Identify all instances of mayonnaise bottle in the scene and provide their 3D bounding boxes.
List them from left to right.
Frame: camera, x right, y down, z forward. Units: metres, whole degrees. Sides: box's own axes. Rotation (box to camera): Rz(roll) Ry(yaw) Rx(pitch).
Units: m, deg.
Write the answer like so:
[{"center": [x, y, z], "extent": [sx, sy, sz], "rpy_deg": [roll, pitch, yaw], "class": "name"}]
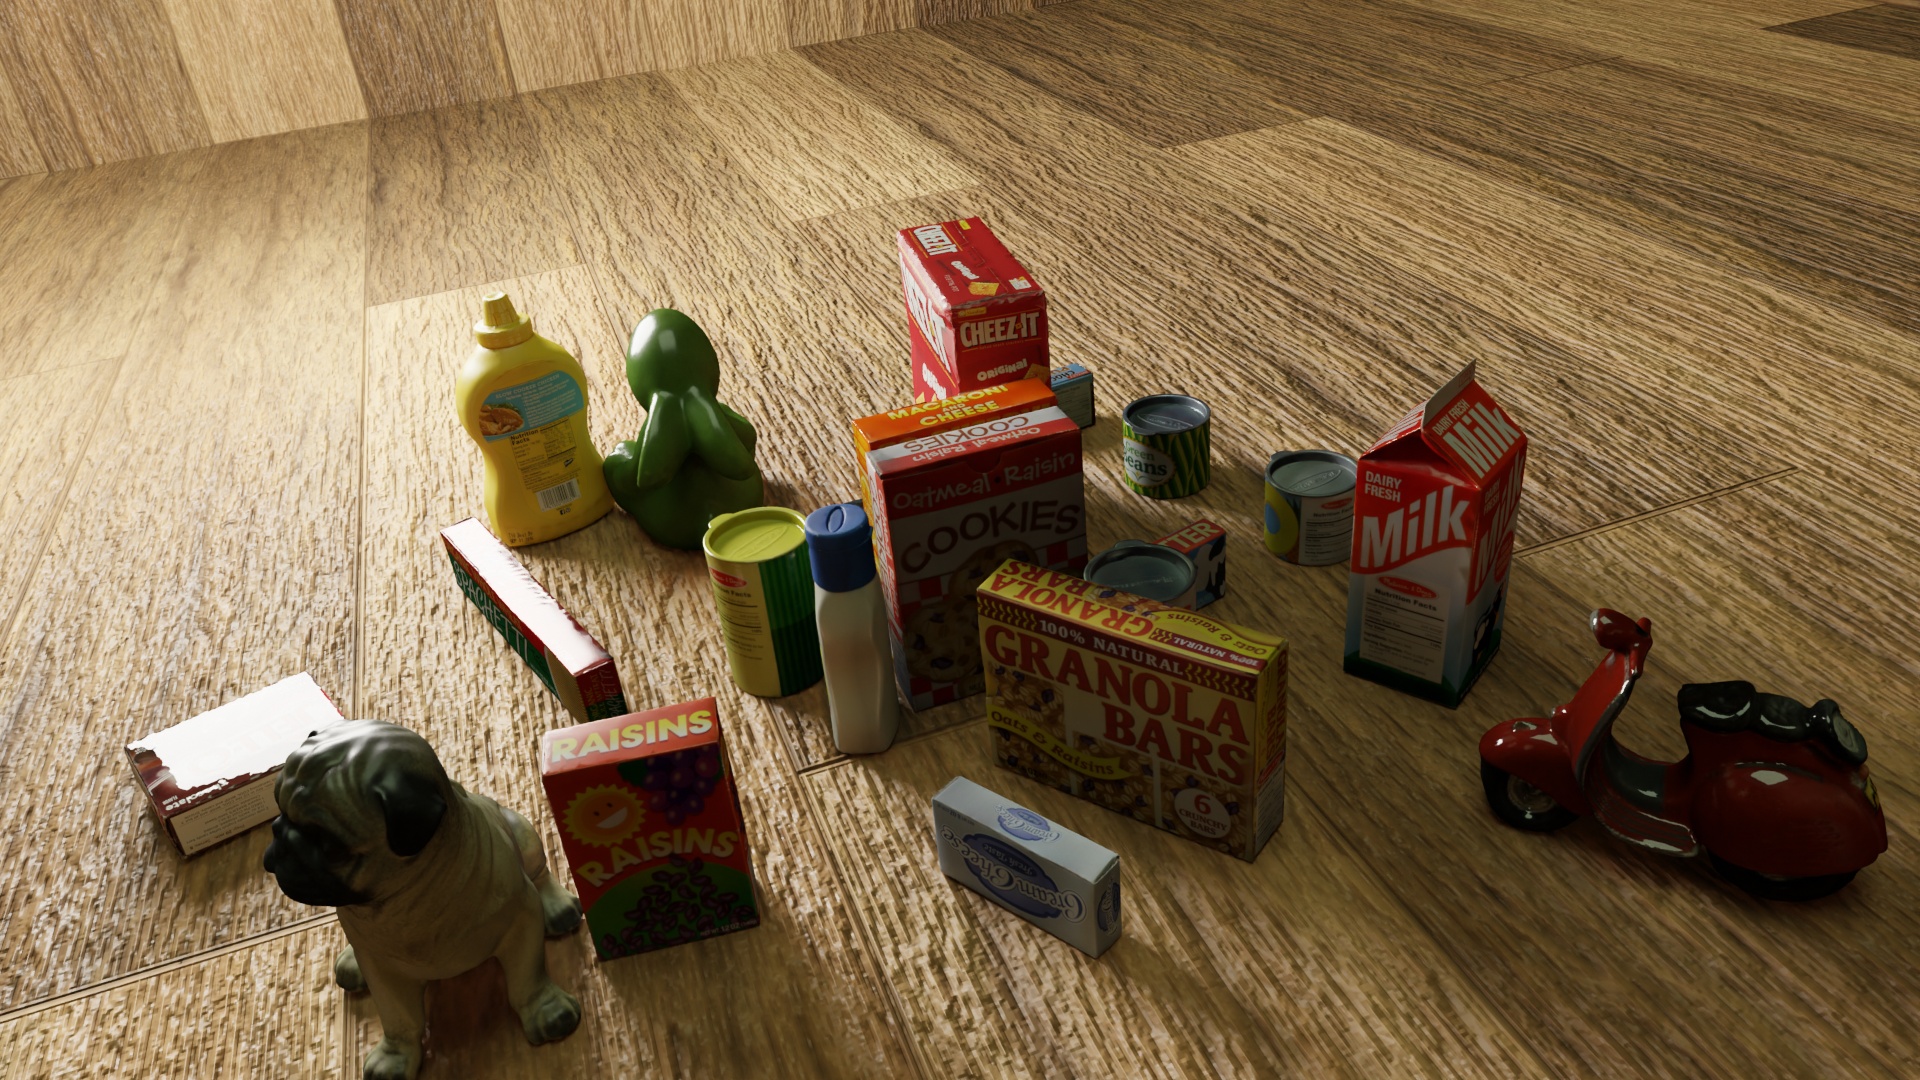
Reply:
[{"center": [-0.063, 0.050, 0.808], "extent": [0.041, 0.147, 0.065], "rpy_deg": [-4, 31, 4], "class": "mayonnaise bottle"}]

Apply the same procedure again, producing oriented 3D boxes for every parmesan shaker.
[{"center": [-0.123, 0.038, 0.882], "extent": [0.071, 0.102, 0.071], "rpy_deg": [-4, 31, 3], "class": "parmesan shaker"}]

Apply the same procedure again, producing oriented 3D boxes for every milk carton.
[{"center": [0.275, -0.007, 0.804], "extent": [0.073, 0.189, 0.073], "rpy_deg": [18, 39, 35], "class": "milk carton"}]

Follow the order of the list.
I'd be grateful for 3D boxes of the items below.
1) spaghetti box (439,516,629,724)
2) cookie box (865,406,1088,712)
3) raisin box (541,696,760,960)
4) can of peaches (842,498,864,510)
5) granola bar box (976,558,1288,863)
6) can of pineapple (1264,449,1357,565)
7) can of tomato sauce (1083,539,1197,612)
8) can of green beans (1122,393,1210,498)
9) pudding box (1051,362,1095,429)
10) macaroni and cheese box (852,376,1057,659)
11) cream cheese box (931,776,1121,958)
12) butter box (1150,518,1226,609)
[{"center": [-0.293, 0.052, 0.939], "extent": [0.029, 0.050, 0.250], "rpy_deg": [-25, 36, -29], "class": "spaghetti box"}, {"center": [0.015, 0.012, 0.839], "extent": [0.123, 0.166, 0.040], "rpy_deg": [-15, 32, -15], "class": "cookie box"}, {"center": [-0.152, 0.144, 0.693], "extent": [0.086, 0.122, 0.040], "rpy_deg": [-11, 31, -8], "class": "raisin box"}, {"center": [-0.063, 0.010, 0.961], "extent": [0.071, 0.057, 0.071], "rpy_deg": [-4, 31, 3], "class": "can of peaches"}, {"center": [0.089, 0.089, 0.742], "extent": [0.165, 0.123, 0.039], "rpy_deg": [16, 37, 32], "class": "granola bar box"}, {"center": [0.244, -0.024, 0.966], "extent": [0.071, 0.057, 0.071], "rpy_deg": [-4, 31, 3], "class": "can of pineapple"}, {"center": [0.109, 0.052, 0.838], "extent": [0.071, 0.082, 0.071], "rpy_deg": [-4, 31, 3], "class": "can of tomato sauce"}, {"center": [0.157, -0.072, 1.060], "extent": [0.071, 0.057, 0.071], "rpy_deg": [-4, 31, 3], "class": "can of green beans"}, {"center": [0.069, -0.111, 1.146], "extent": [0.084, 0.049, 0.030], "rpy_deg": [-19, 33, -21], "class": "pudding box"}, {"center": [0.003, -0.011, 0.881], "extent": [0.124, 0.165, 0.040], "rpy_deg": [-15, 32, -15], "class": "macaroni and cheese box"}, {"center": [0.033, 0.163, 0.698], "extent": [0.104, 0.053, 0.024], "rpy_deg": [20, 40, 36], "class": "cream cheese box"}, {"center": [0.128, 0.029, 0.903], "extent": [0.104, 0.052, 0.024], "rpy_deg": [-23, 35, -26], "class": "butter box"}]
